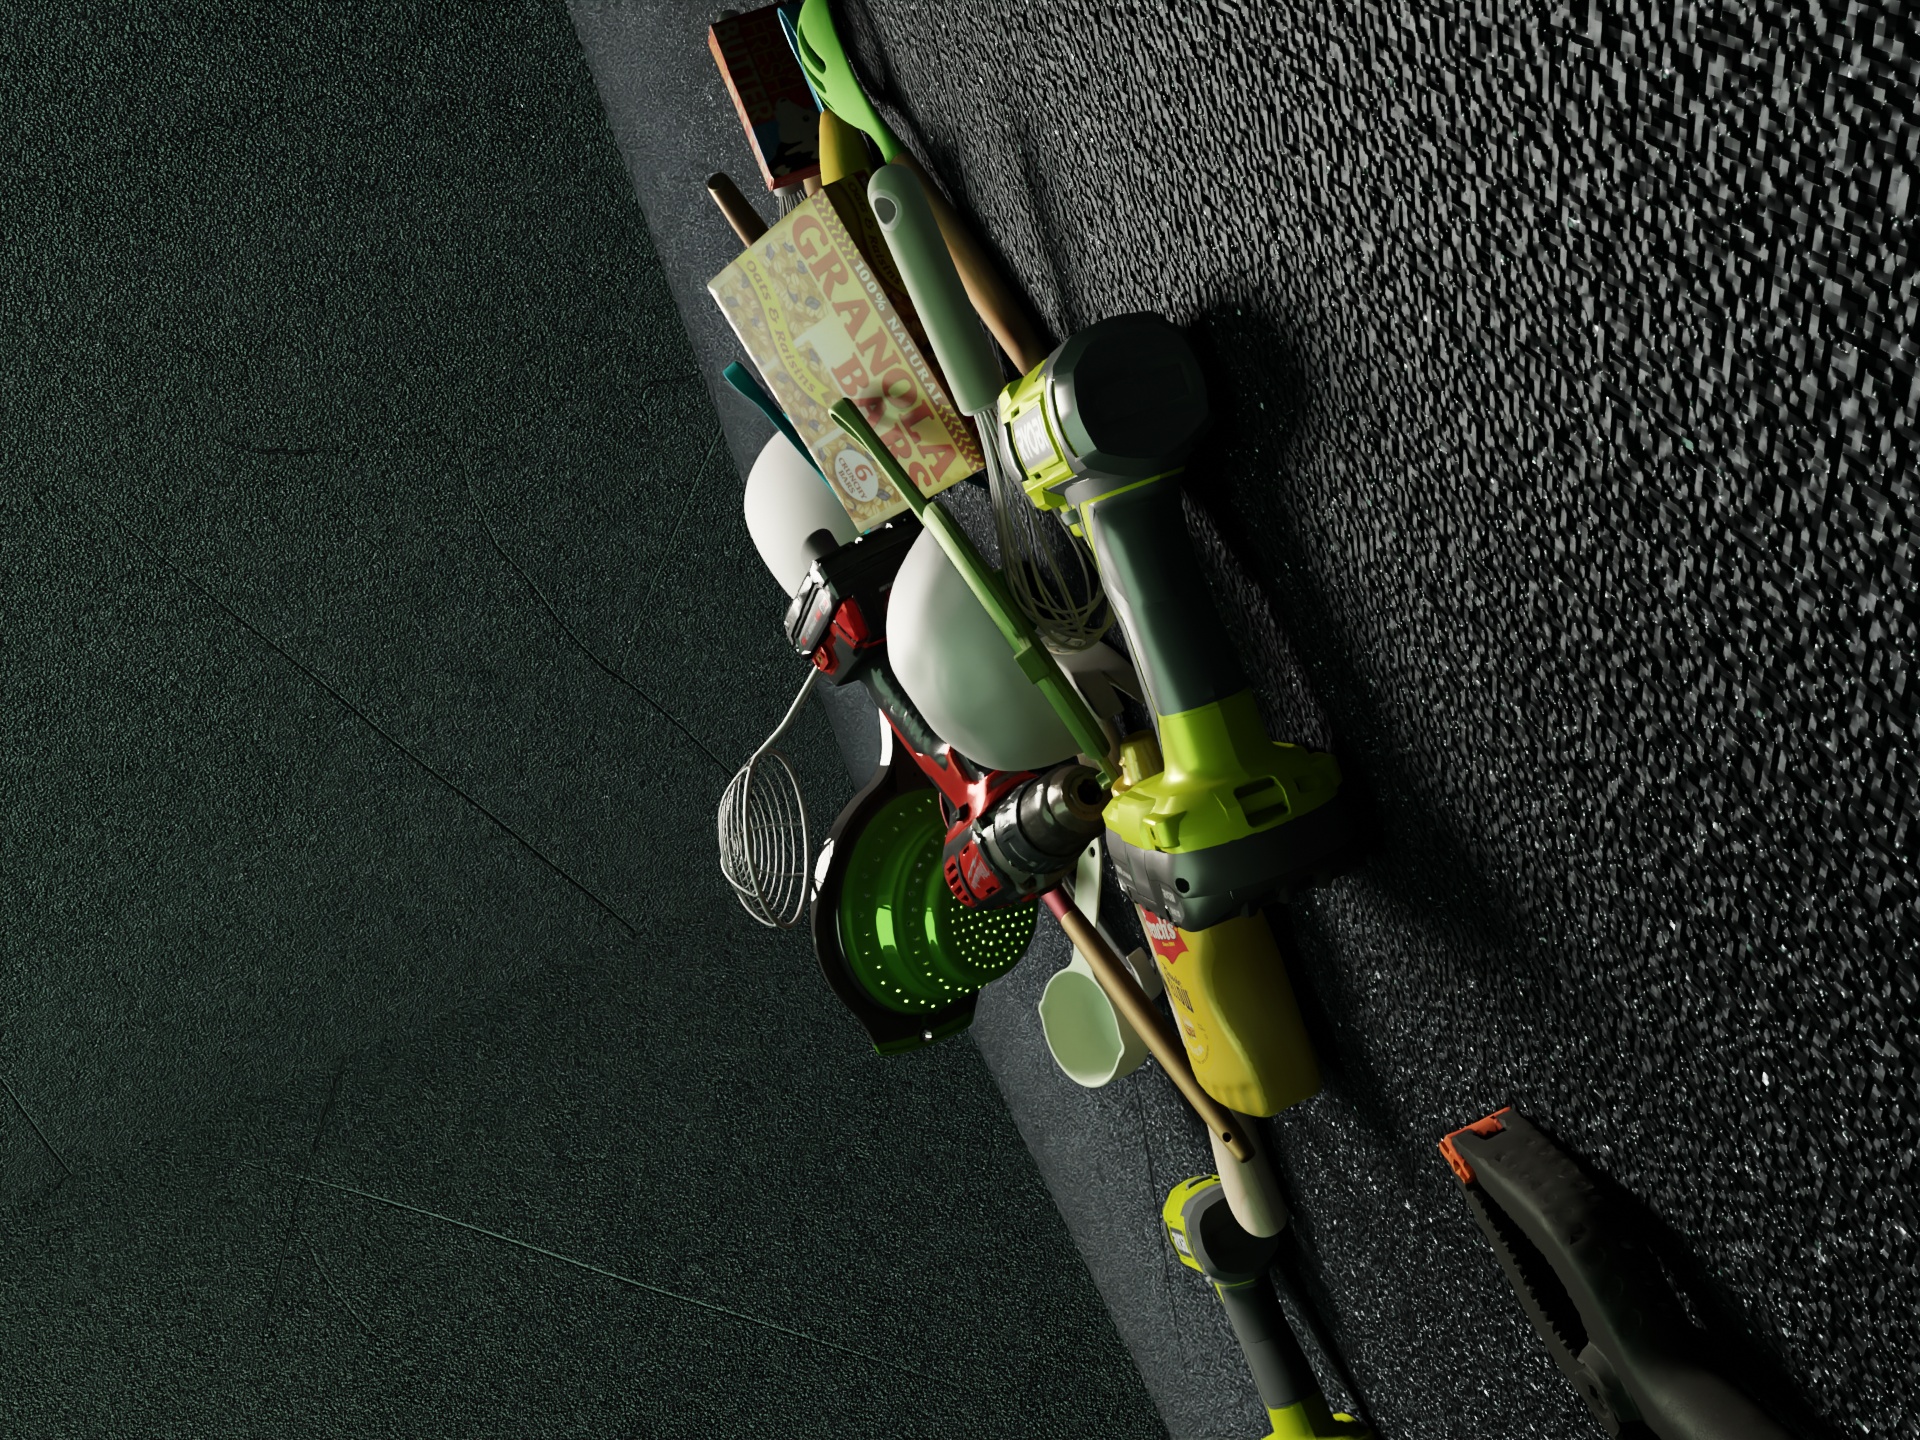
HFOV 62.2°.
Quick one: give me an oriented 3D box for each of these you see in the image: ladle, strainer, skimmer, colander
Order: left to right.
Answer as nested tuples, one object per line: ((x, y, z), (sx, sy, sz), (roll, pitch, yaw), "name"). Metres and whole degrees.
((-0.133, -0.166, 1.268), (0.211, 0.095, 0.340), (53, -177, 27), "strainer")
((-0.069, -0.022, 1.080), (0.090, 0.363, 0.127), (31, -159, -1), "skimmer")
((-0.021, -0.066, 0.804), (0.257, 0.069, 0.151), (55, -178, 29), "strainer")
((-0.015, 0.059, 1.206), (0.094, 0.204, 0.397), (0, 97, 46), "colander")
((0.081, 0.138, 0.970), (0.031, 0.069, 0.316), (7, -143, -47), "ladle")

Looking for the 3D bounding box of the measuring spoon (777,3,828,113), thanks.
((-0.073, -0.367, 0.942), (0.042, 0.021, 0.128), (61, 180, 39), "measuring spoon")

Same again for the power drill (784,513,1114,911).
((-0.001, -0.003, 0.911), (0.227, 0.080, 0.188), (59, 157, 7), "power drill")

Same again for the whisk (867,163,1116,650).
((0.016, -0.143, 0.752), (0.058, 0.059, 0.246), (-5, 117, 47), "whisk")

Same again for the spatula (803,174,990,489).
((-0.061, -0.282, 1.000), (0.082, 0.044, 0.318), (9, -120, -60), "spatula")

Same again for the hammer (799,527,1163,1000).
((0.013, 0.029, 1.120), (0.409, 0.036, 0.149), (53, 167, 10), "hammer")

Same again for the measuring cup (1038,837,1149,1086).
((0.091, 0.149, 1.013), (0.083, 0.038, 0.167), (15, 107, 52), "measuring cup")

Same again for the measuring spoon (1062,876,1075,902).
((0.076, 0.142, 1.054), (0.034, 0.018, 0.124), (36, 155, 55), "measuring spoon")

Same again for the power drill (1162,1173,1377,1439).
((0.206, 0.427, 1.103), (0.190, 0.080, 0.229), (99, 150, -75), "power drill")

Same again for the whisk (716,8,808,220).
((-0.120, -0.364, 1.087), (0.055, 0.055, 0.238), (-122, 10, -51), "whisk")

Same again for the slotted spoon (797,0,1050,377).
((-0.020, -0.267, 0.805), (0.314, 0.031, 0.070), (61, 173, 28), "slotted spoon")

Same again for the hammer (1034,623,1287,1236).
((0.129, 0.141, 0.937), (0.146, 0.038, 0.410), (-137, 25, -69), "hammer")

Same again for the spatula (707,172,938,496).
((-0.078, -0.238, 1.007), (0.315, 0.018, 0.060), (46, -155, -59), "spatula")

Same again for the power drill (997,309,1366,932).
((0.076, -0.039, 0.643), (0.171, 0.080, 0.223), (-167, 58, -81), "power drill")
